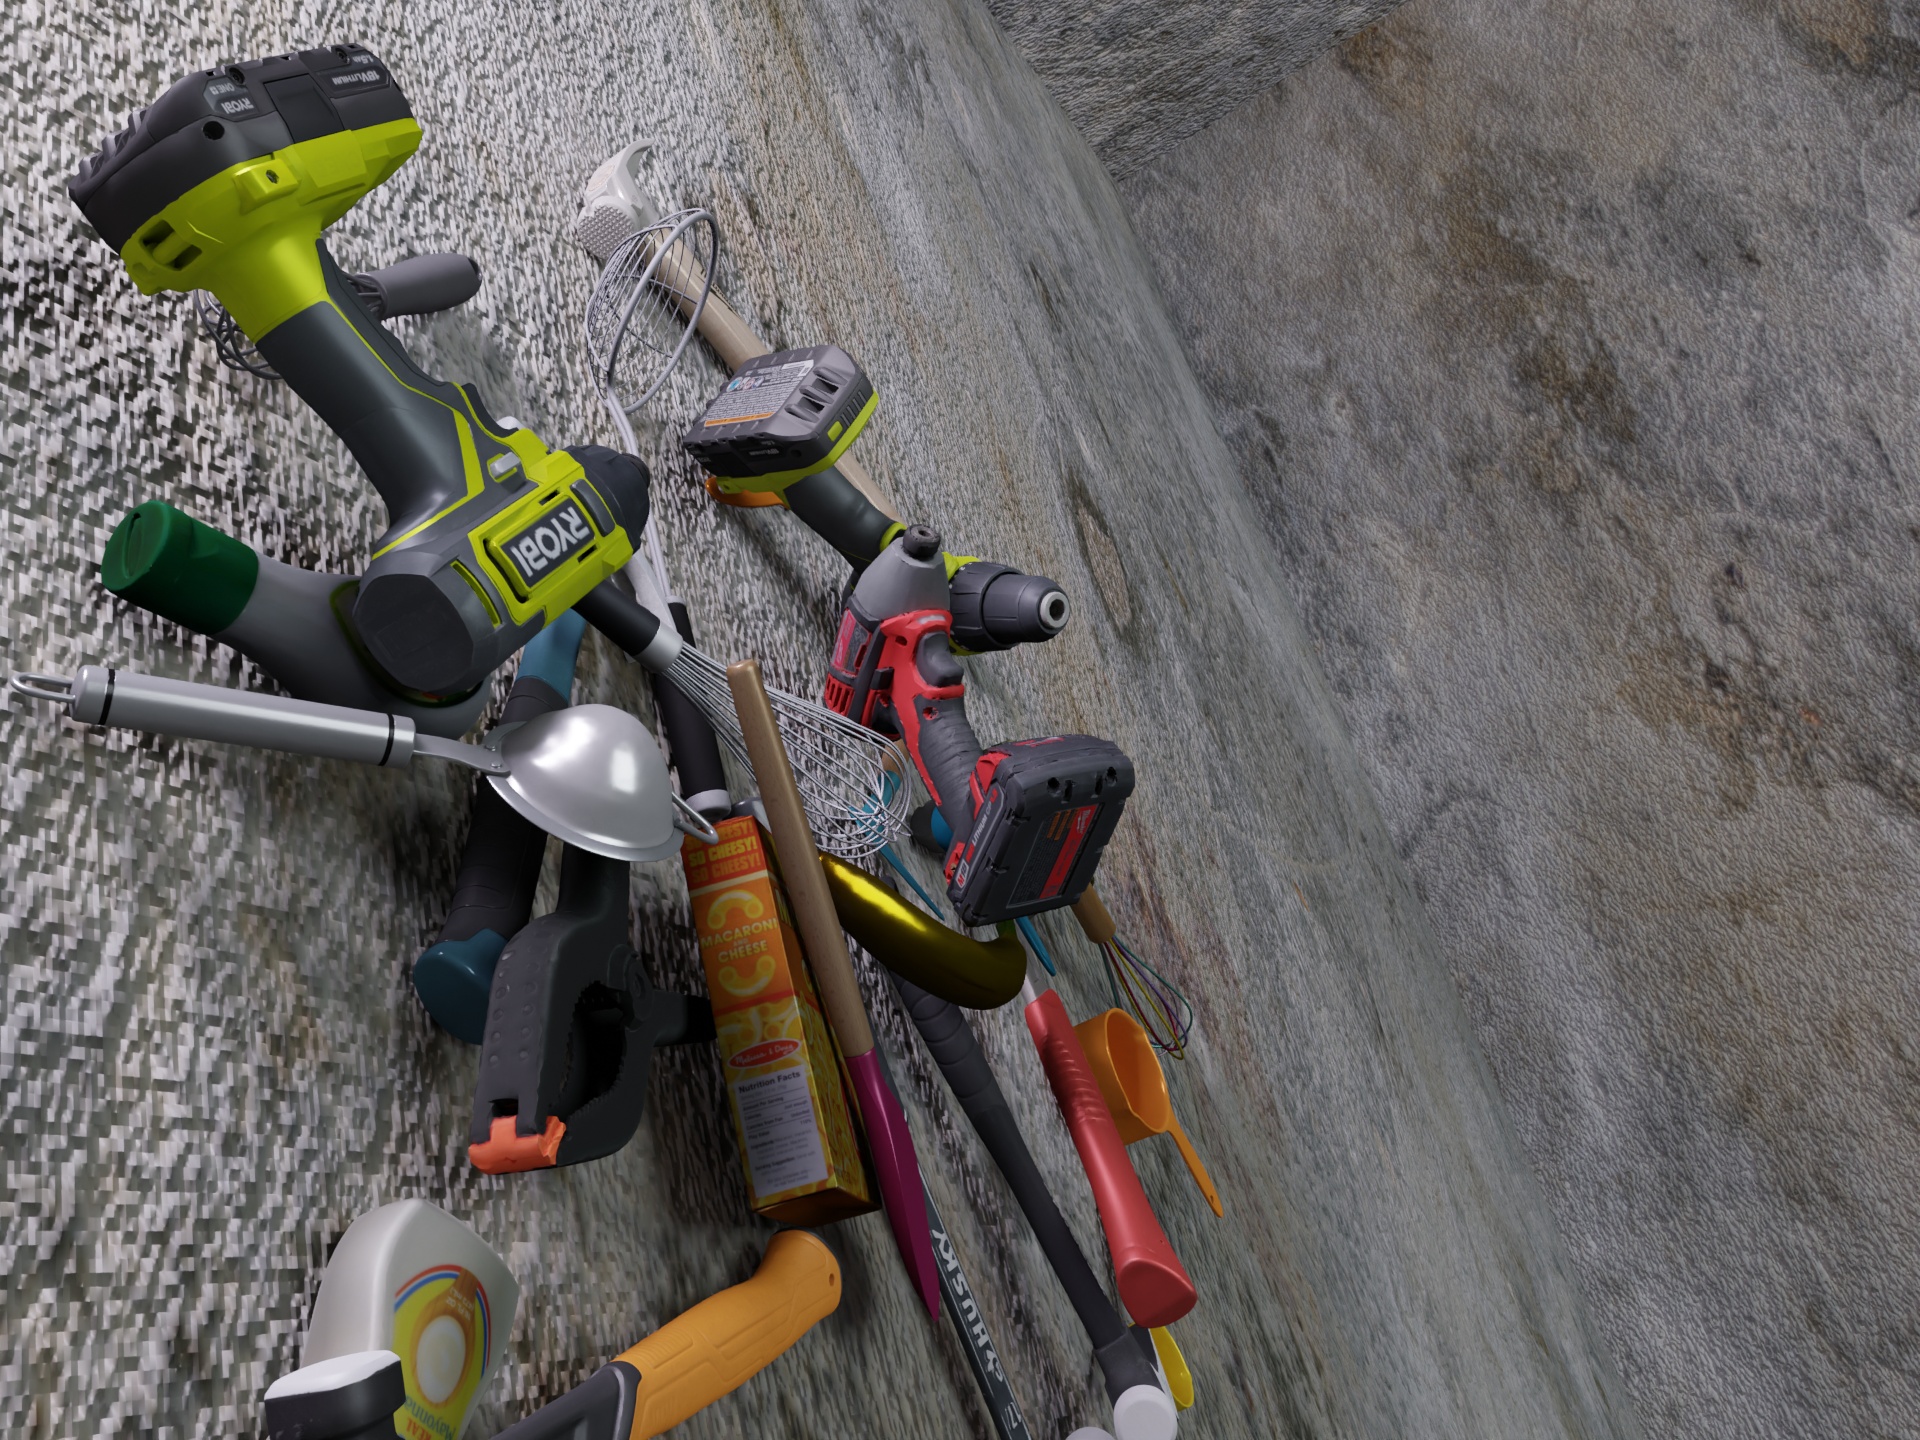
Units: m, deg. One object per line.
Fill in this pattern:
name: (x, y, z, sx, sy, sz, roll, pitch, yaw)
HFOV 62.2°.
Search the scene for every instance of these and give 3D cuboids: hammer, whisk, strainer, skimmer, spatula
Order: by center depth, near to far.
hammer: (-0.109, 0.242, 0.550, 0.336, 0.034, 0.127, 18, 59, -73)
strainer: (-0.196, 0.008, 0.575, 0.258, 0.050, 0.087, 11, 27, -34)
hammer: (-0.192, -0.001, 0.715, 0.128, 0.033, 0.331, 46, 27, -35)
whisk: (-0.278, -0.199, 0.739, 0.055, 0.055, 0.239, 58, 17, -13)
whisk: (-0.124, -0.018, 0.772, 0.284, 0.070, 0.070, 40, 30, -32)
hammer: (-0.033, 0.228, 0.813, 0.409, 0.036, 0.149, 66, 22, 9)
skimmer: (-0.145, -0.120, 0.888, 0.127, 0.090, 0.364, 115, -37, -64)
hammer: (0.026, 0.239, 0.899, 0.335, 0.035, 0.146, 61, -1, 10)
hammer: (0.064, 0.202, 0.968, 0.149, 0.036, 0.360, 42, 16, -41)
spatula: (-0.034, 0.022, 1.045, 0.082, 0.044, 0.318, 50, 23, -19)
hammer: (-0.122, -0.231, 1.155, 0.410, 0.038, 0.146, 50, 23, -32)
whisk: (0.115, 0.170, 1.161, 0.047, 0.051, 0.244, -98, 162, -54)

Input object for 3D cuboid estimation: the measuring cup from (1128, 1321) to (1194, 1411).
measuring cup: (0.103, 0.362, 0.998, 0.062, 0.029, 0.157, 47, 14, -39)

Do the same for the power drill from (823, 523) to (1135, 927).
power drill: (-0.001, -0.003, 0.902, 0.078, 0.143, 0.220, -8, 45, -33)

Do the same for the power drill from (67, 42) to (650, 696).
power drill: (-0.216, -0.139, 0.626, 0.223, 0.080, 0.171, 58, 30, -16)

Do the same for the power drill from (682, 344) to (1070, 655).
power drill: (-0.048, -0.124, 1.002, 0.228, 0.191, 0.080, 47, 66, -33)

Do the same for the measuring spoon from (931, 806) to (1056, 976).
measuring spoon: (0.017, 0.105, 0.968, 0.128, 0.021, 0.042, 59, 10, -2)

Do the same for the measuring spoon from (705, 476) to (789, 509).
measuring spoon: (-0.136, -0.153, 1.057, 0.021, 0.011, 0.117, 65, 21, 5)

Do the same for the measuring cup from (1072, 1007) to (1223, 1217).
measuring cup: (0.120, 0.280, 1.087, 0.173, 0.052, 0.095, 59, 21, -15)

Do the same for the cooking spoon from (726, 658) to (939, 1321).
cooking spoon: (-0.054, 0.125, 0.718, 0.069, 0.017, 0.318, -84, 160, -78)
